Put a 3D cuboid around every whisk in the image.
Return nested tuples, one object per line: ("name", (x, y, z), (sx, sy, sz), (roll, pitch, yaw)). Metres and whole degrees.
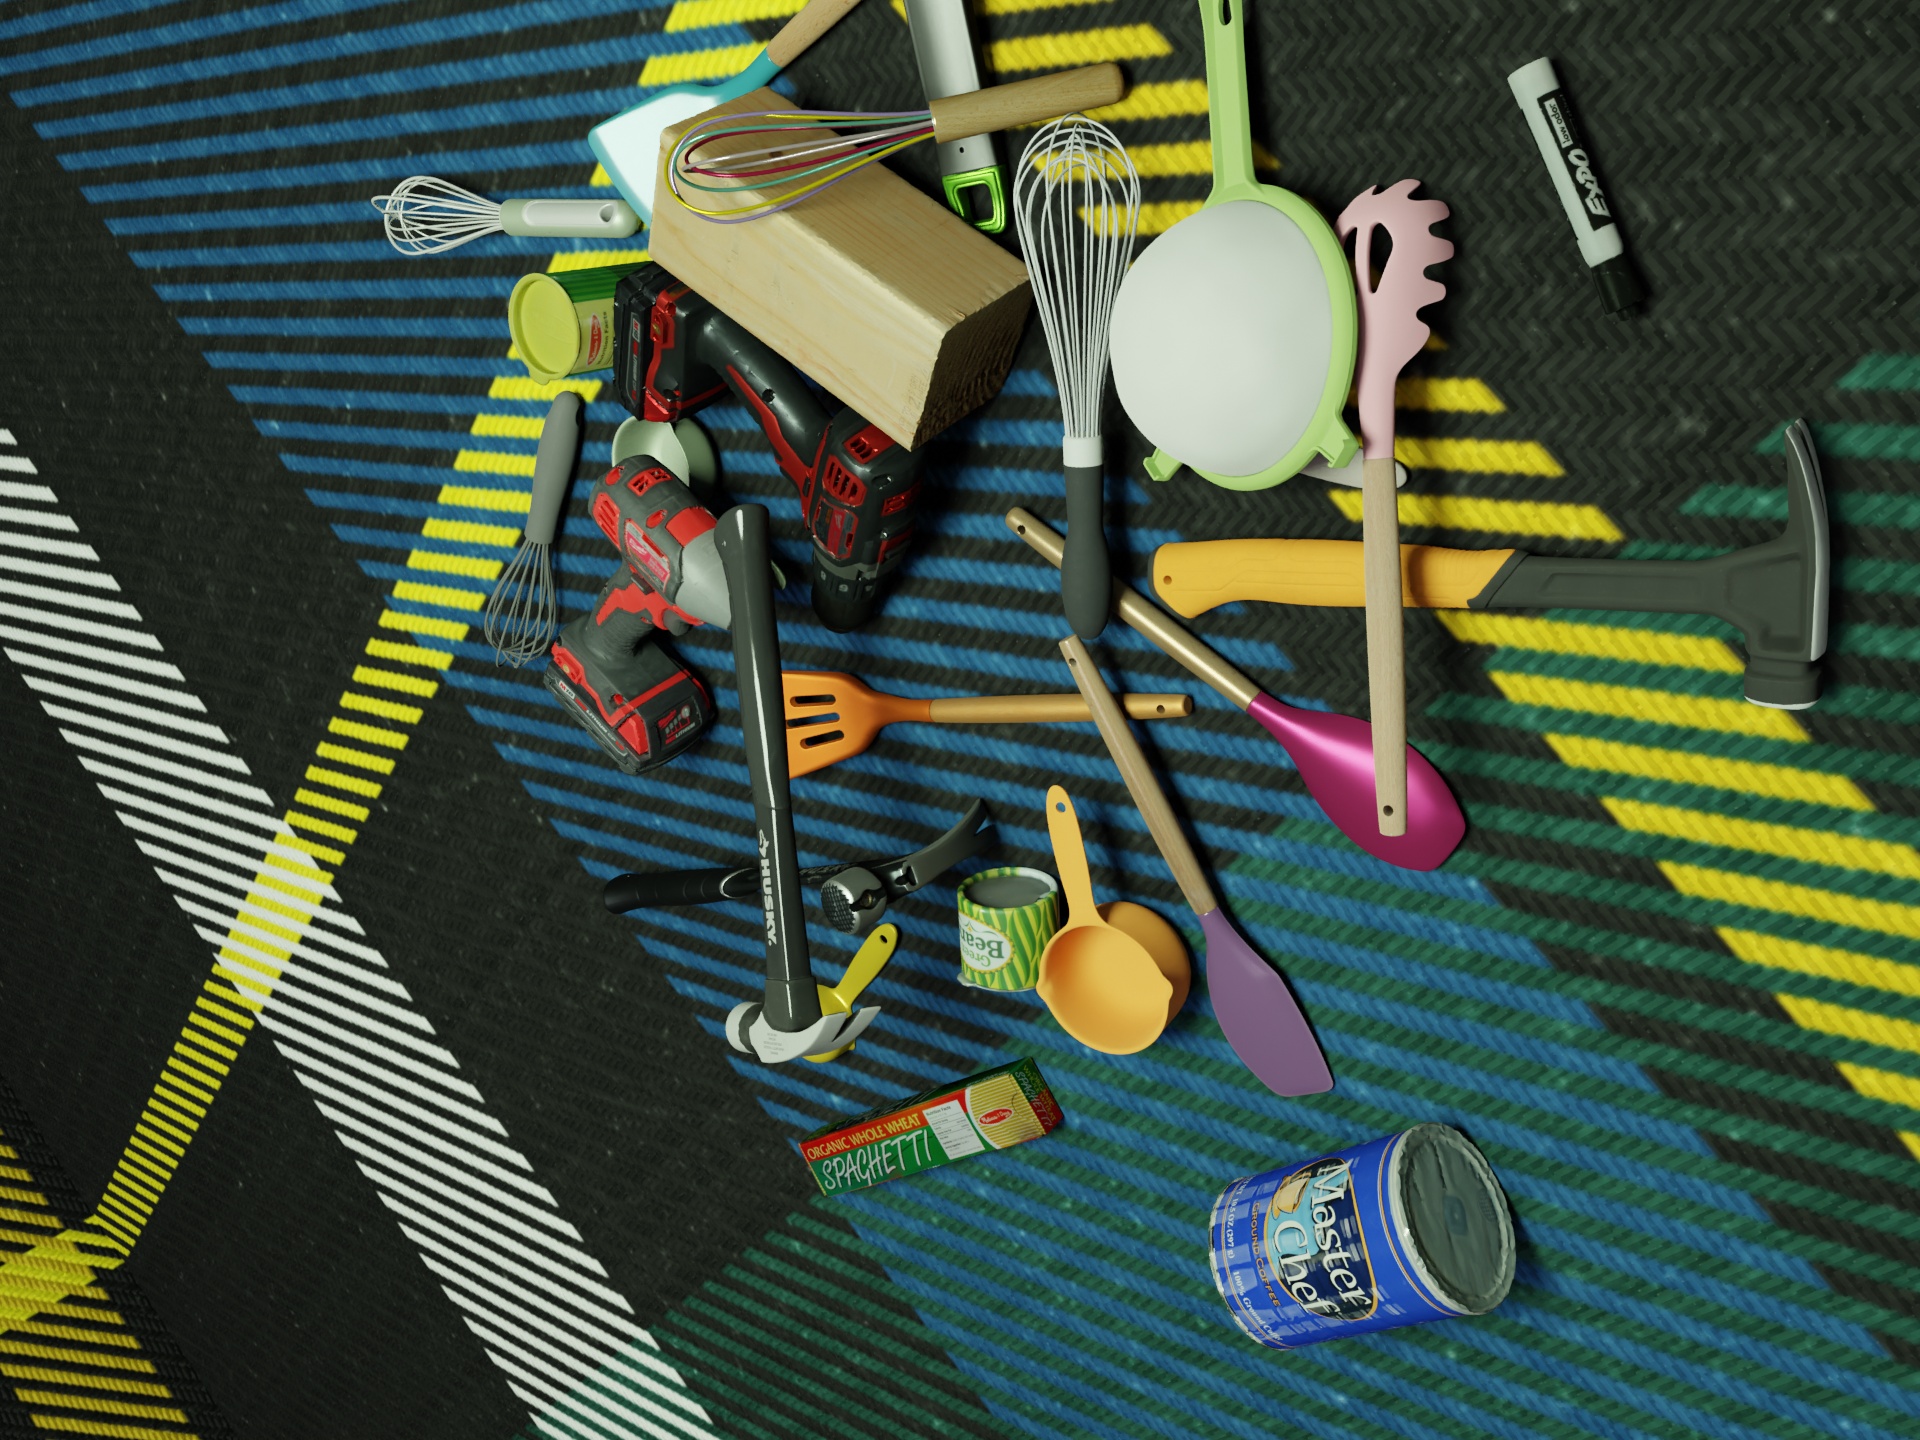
("whisk", (-0.320, -0.353, 1.113), (0.246, 0.059, 0.058), (11, 87, 30))
("whisk", (-0.320, -0.140, 1.201), (0.055, 0.055, 0.238), (35, 122, 22))
("whisk", (0.067, -0.180, 0.867), (0.070, 0.070, 0.284), (12, 116, 34))
("whisk", (-0.036, -0.311, 0.830), (0.051, 0.245, 0.047), (75, -176, -59))

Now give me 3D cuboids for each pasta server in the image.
("pasta server", (0.208, -0.100, 0.775), (0.060, 0.040, 0.316), (3, 101, 40))

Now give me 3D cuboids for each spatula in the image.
("spatula", (0.134, 0.091, 0.947), (0.060, 0.018, 0.316), (-20, 101, 42))
("spatula", (-0.002, -0.003, 1.012), (0.323, 0.041, 0.081), (-1, 107, 37))
("spatula", (-0.095, -0.395, 0.920), (0.317, 0.044, 0.082), (-25, 108, 40))

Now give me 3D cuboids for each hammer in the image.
("hammer", (0.244, -0.079, 0.793), (0.337, 0.034, 0.127), (5, 112, 37))
("hammer", (-0.112, 0.037, 0.953), (0.146, 0.035, 0.335), (-12, 83, 57))
("hammer", (-0.141, 0.111, 1.132), (0.409, 0.149, 0.036), (-11, 101, 49))

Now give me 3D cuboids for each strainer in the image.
("strainer", (0.116, -0.240, 0.780), (0.151, 0.069, 0.256), (9, 107, 58))

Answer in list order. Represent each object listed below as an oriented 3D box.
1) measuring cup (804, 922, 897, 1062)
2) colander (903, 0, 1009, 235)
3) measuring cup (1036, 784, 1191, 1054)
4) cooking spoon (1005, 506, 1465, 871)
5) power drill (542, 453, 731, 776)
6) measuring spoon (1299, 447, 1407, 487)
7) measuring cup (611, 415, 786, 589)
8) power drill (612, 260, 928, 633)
("measuring cup", (-0.088, 0.199, 1.169), (0.062, 0.029, 0.156), (46, 131, 14))
("colander", (-0.043, -0.437, 0.797), (0.204, 0.094, 0.396), (-1, 116, 27))
("measuring cup", (0.089, 0.116, 0.983), (0.095, 0.052, 0.173), (-8, 100, 35))
("cooking spoon", (0.146, -0.026, 0.901), (0.319, 0.017, 0.068), (40, 127, 18))
("power drill", (-0.206, -0.065, 1.092), (0.143, 0.078, 0.219), (45, 140, 10))
("measuring spoon", (0.173, -0.139, 0.834), (0.124, 0.018, 0.034), (19, 119, 31))
("measuring cup", (-0.169, -0.147, 1.086), (0.168, 0.038, 0.083), (41, 128, 15))
("power drill", (-0.117, -0.170, 0.997), (0.227, 0.080, 0.187), (45, 151, 14))
